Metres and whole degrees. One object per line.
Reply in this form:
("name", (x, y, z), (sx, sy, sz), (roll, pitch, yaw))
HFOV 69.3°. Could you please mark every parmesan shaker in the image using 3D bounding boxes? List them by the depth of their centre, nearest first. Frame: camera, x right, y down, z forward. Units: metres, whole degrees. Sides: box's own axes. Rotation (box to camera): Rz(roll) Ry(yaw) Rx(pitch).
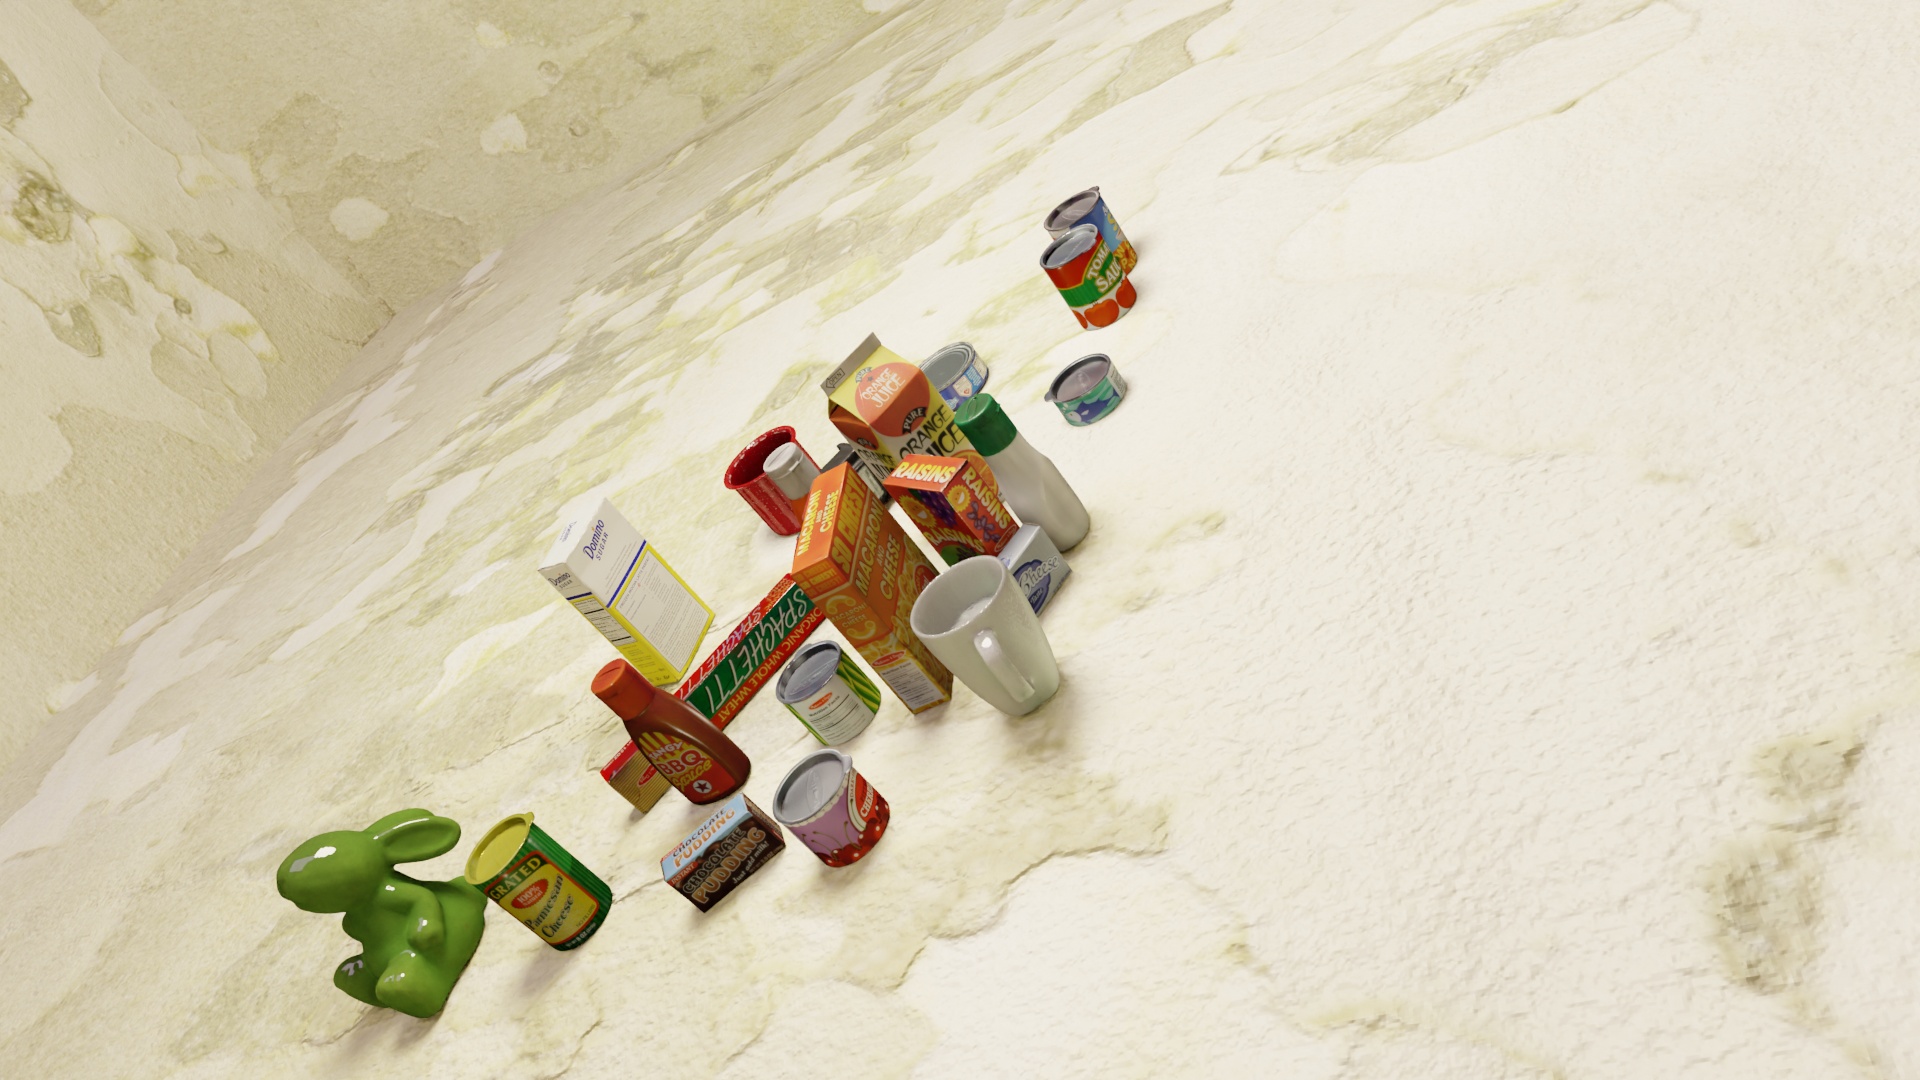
("parmesan shaker", (-0.340, 0.277, 1.131), (0.071, 0.103, 0.072), (-28, 31, 19))

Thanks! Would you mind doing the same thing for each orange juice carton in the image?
("orange juice carton", (-0.045, -0.091, 1.226), (0.072, 0.192, 0.073), (-49, 31, -17))

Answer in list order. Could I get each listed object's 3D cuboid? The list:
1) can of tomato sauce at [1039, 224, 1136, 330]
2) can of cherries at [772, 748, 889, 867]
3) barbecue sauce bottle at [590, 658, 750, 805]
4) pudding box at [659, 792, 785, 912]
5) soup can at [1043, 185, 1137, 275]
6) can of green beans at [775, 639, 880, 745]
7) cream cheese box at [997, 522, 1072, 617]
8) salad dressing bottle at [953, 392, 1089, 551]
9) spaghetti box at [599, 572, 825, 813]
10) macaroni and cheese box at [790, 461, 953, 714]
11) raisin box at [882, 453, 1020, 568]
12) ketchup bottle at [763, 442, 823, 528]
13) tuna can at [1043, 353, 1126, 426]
("can of tomato sauce", (0.129, -0.261, 1.382), (0.071, 0.083, 0.071), (-28, 31, 19))
("can of cherries", (-0.092, 0.196, 1.019), (0.071, 0.058, 0.072), (-28, 31, 19))
("barbecue sauce bottle", (-0.242, 0.157, 1.145), (0.064, 0.148, 0.044), (-25, 32, 23))
("pudding box", (-0.183, 0.239, 1.066), (0.084, 0.049, 0.030), (-39, 29, -1))
("soup can", (0.138, -0.313, 1.442), (0.071, 0.083, 0.072), (-28, 31, 19))
("can of green beans", (-0.107, 0.125, 1.134), (0.071, 0.057, 0.071), (-28, 31, 19))
("cream cheese box", (0.041, 0.042, 1.090), (0.024, 0.053, 0.104), (8, 53, 52))
("salad dressing bottle", (0.049, -0.055, 1.119), (0.044, 0.147, 0.064), (-21, 34, 28))
("spaghetti box", (-0.216, 0.133, 1.249), (0.251, 0.050, 0.029), (-48, 31, -16))
("macaroni and cheese box", (-0.064, 0.038, 1.096), (0.040, 0.166, 0.124), (-26, 32, 22))
("raisin box", (0.004, -0.014, 1.137), (0.040, 0.123, 0.086), (-51, 32, -20))
("ketchup bottle", (-0.119, -0.024, 1.260), (0.065, 0.148, 0.043), (-48, 31, -16))
("tuna can", (0.115, -0.137, 1.277), (0.071, 0.032, 0.071), (-27, 31, 19))
